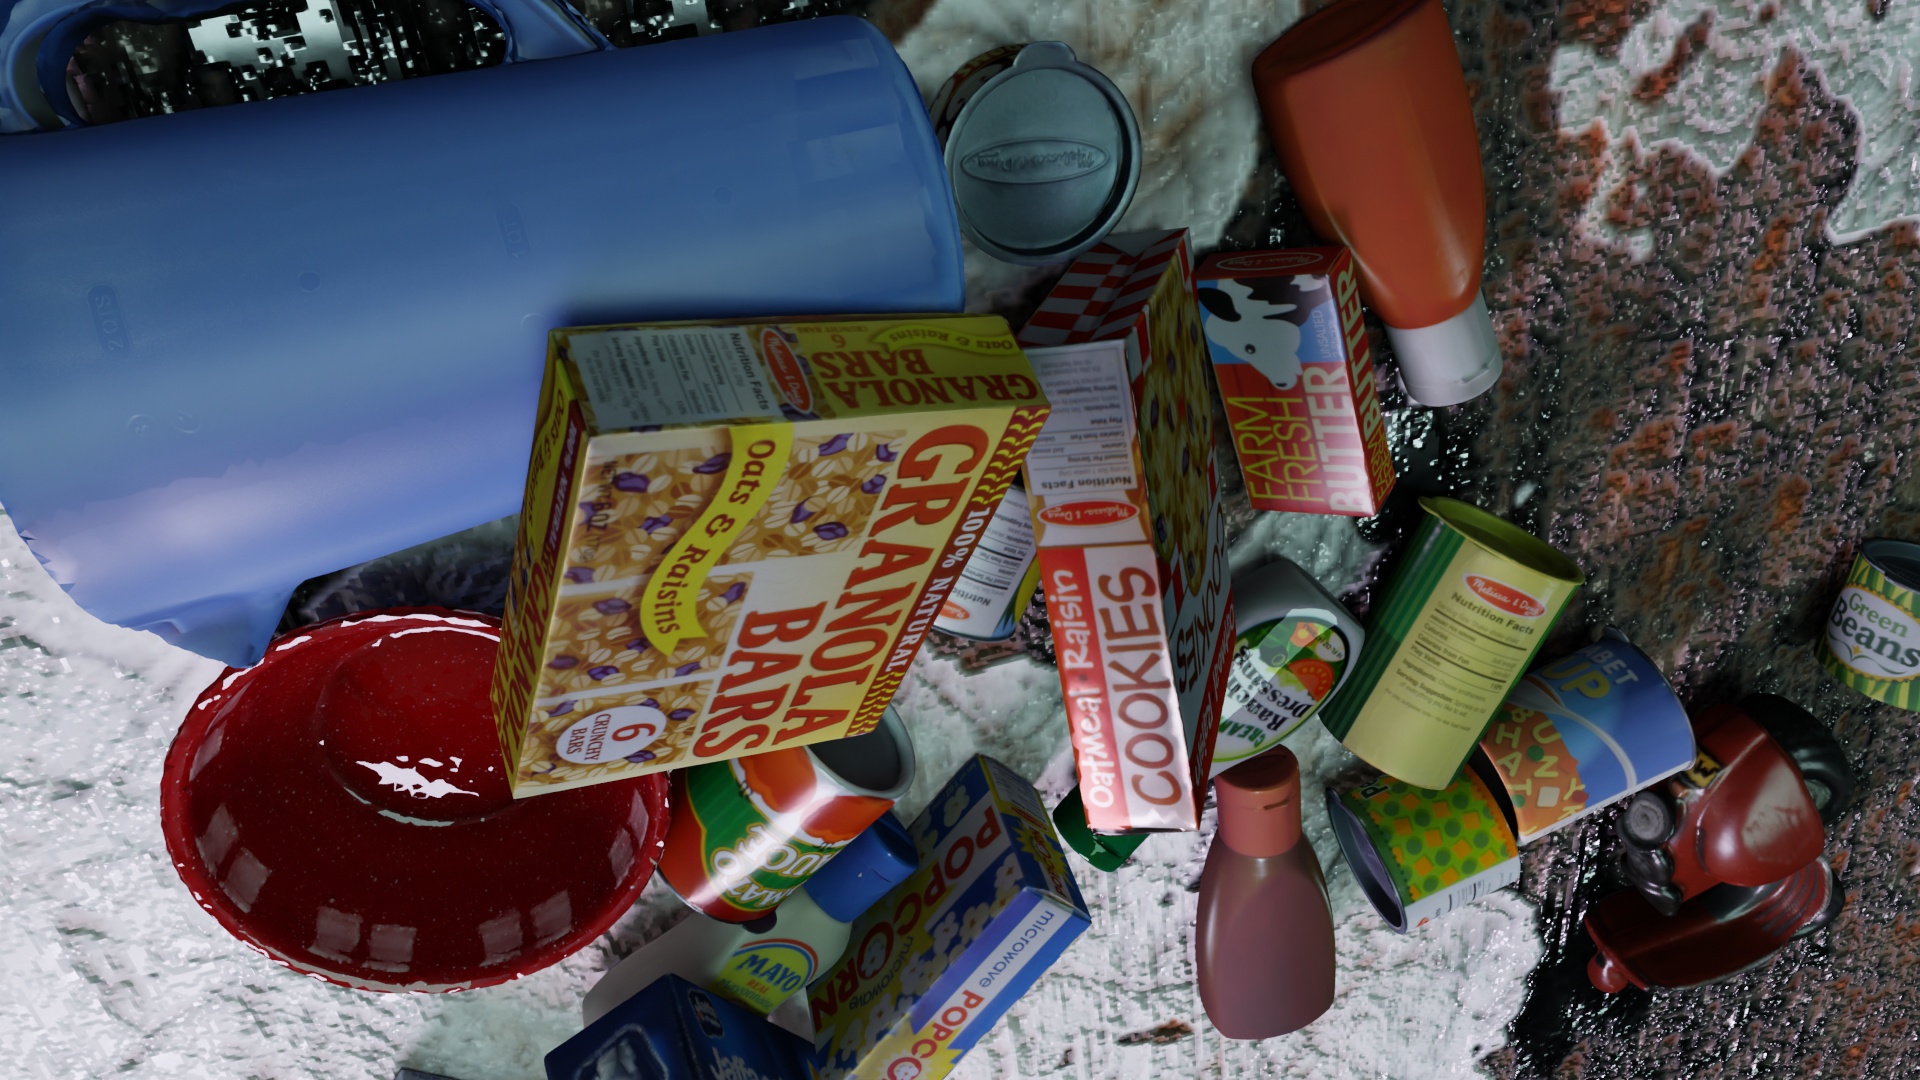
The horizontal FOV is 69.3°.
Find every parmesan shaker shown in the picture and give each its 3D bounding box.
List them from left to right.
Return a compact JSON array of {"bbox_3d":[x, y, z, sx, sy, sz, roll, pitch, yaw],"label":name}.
[{"bbox_3d":[0.197,0.041,0.575,0.071,0.071,0.102,15,113,-23],"label":"parmesan shaker"}]

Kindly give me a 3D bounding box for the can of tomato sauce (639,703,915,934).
[{"bbox_3d":[-0.066,0.093,0.513,0.071,0.071,0.083,32,117,-28],"label":"can of tomato sauce"}]

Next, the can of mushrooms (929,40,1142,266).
[{"bbox_3d":[0.023,-0.128,0.452,0.071,0.033,0.070,-7,119,-12],"label":"can of mushrooms"}]

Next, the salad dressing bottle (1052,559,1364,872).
[{"bbox_3d":[0.100,0.075,0.576,0.064,0.044,0.147,37,103,-22],"label":"salad dressing bottle"}]

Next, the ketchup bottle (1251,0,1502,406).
[{"bbox_3d":[0.156,-0.115,0.492,0.065,0.044,0.148,-30,121,2],"label":"ketchup bottle"}]

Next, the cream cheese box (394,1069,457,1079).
[{"bbox_3d":[-0.191,0.260,0.584,0.104,0.053,0.024,24,107,-26],"label":"cream cheese box"}]

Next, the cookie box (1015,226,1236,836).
[{"bbox_3d":[0.059,-0.006,0.466,0.040,0.123,0.166,-3,115,19],"label":"cookie box"}]

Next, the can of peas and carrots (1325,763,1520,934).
[{"bbox_3d":[0.207,0.132,0.626,0.059,0.071,0.070,-24,121,-3],"label":"can of peas and carrots"}]

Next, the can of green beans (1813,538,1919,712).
[{"bbox_3d":[0.441,0.039,0.643,0.071,0.071,0.057,1,117,-16],"label":"can of green beans"}]

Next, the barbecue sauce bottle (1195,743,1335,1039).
[{"bbox_3d":[0.138,0.159,0.632,0.065,0.044,0.147,-14,119,-9],"label":"barbecue sauce bottle"}]

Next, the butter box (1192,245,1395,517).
[{"bbox_3d":[0.123,-0.057,0.508,0.024,0.053,0.103,-51,131,-39],"label":"butter box"}]

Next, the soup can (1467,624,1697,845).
[{"bbox_3d":[0.268,0.087,0.619,0.084,0.071,0.071,-24,121,-2],"label":"soup can"}]

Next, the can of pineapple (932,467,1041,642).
[{"bbox_3d":[0.002,-0.006,0.493,0.071,0.071,0.057,19,109,-24],"label":"can of pineapple"}]

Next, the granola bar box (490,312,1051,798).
[{"bbox_3d":[-0.062,0.007,0.398,0.124,0.039,0.164,-7,145,-29],"label":"granola bar box"}]

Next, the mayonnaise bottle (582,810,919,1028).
[{"bbox_3d":[-0.083,0.165,0.572,0.148,0.041,0.064,-41,127,8],"label":"mayonnaise bottle"}]

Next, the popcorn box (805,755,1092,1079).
[{"bbox_3d":[-0.010,0.162,0.566,0.038,0.085,0.126,34,105,-27],"label":"popcorn box"}]
